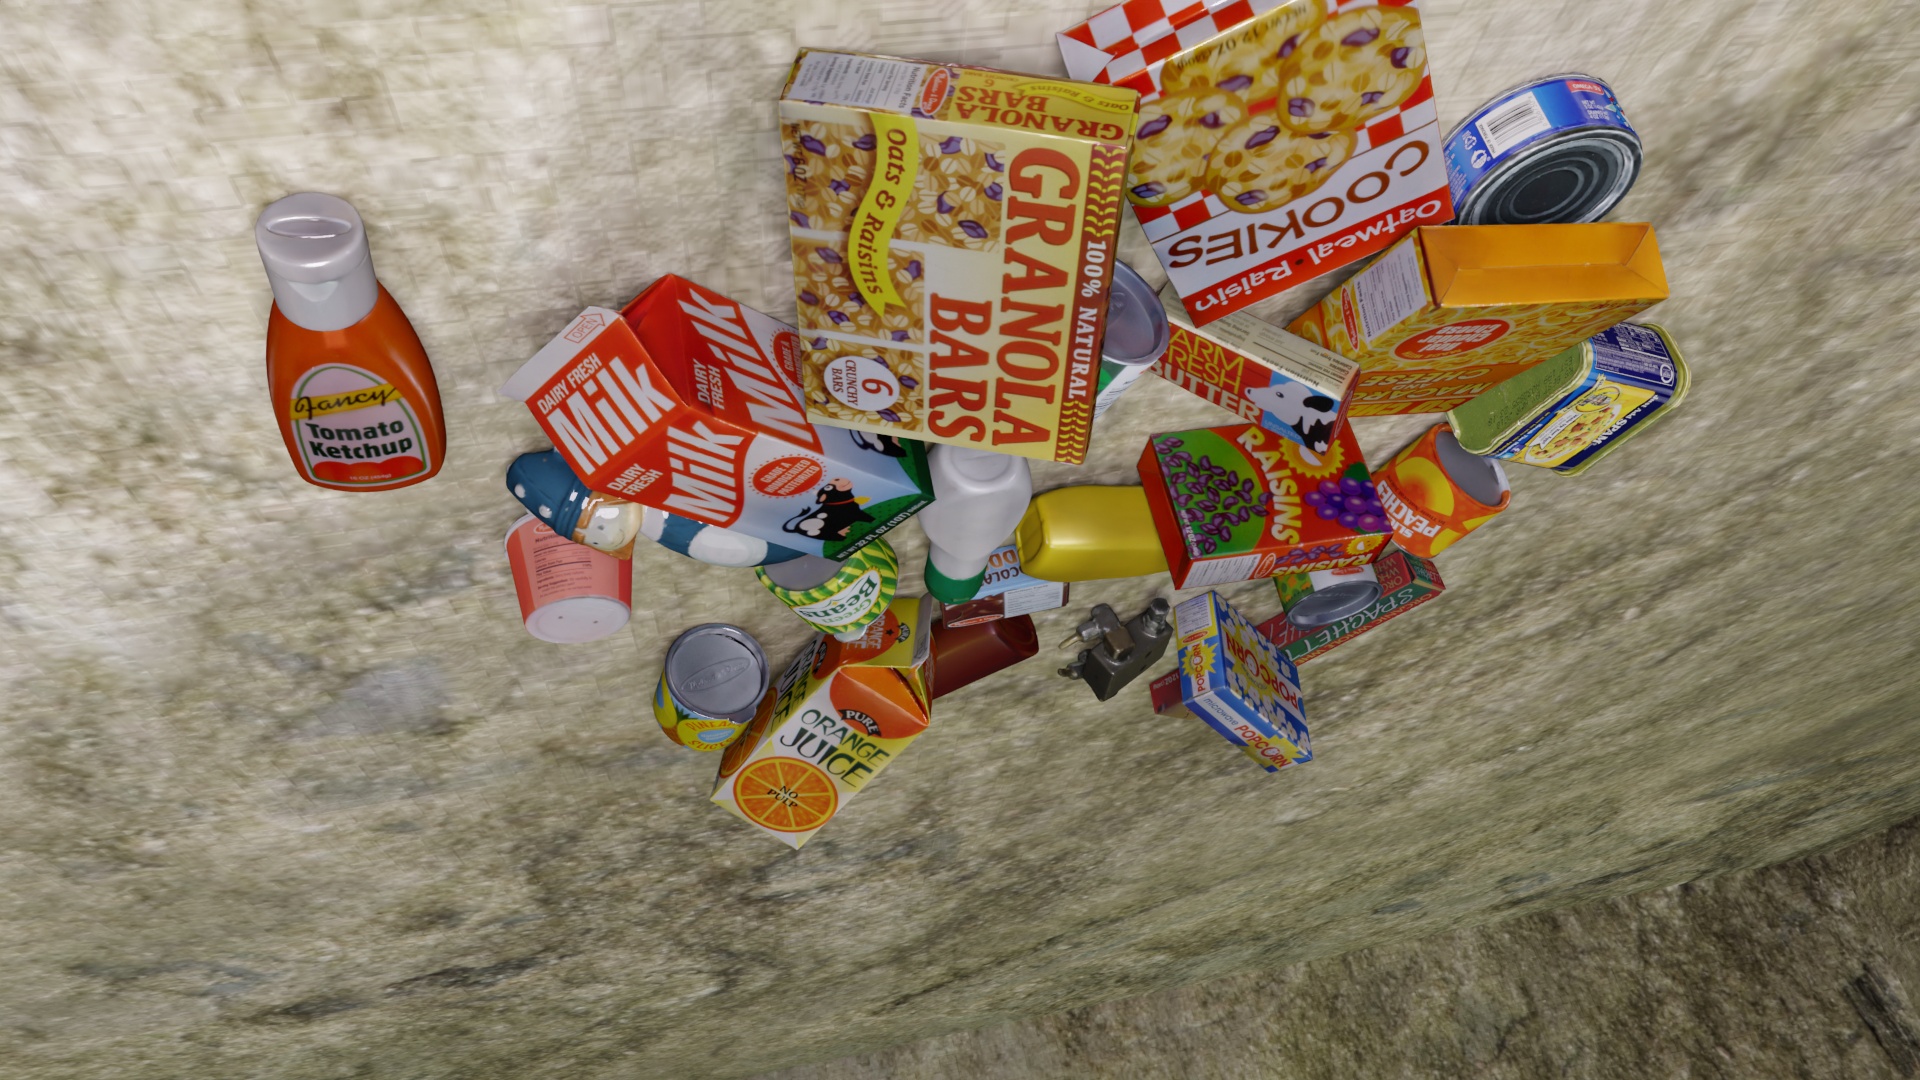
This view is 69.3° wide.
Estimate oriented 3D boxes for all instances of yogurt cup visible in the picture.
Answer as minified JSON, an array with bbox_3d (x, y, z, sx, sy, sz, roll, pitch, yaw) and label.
[{"bbox_3d":[-0.206,0.020,0.741,0.072,0.054,0.072,-11,152,-6],"label":"yogurt cup"}]

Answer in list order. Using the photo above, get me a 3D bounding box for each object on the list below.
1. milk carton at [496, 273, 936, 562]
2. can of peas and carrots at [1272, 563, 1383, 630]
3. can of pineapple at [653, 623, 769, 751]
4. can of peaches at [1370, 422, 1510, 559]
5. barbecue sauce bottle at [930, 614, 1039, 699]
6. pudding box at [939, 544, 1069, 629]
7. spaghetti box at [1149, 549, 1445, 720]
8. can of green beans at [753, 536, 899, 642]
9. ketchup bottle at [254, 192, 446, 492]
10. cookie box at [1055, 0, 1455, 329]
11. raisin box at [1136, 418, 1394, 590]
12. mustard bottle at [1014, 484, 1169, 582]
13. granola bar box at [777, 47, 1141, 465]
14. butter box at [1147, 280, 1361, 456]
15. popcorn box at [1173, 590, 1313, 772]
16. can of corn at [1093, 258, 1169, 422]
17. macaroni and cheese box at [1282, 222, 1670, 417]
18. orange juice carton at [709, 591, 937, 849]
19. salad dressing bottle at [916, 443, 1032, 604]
[{"bbox_3d":[-0.105,-0.055,0.625,0.072,0.074,0.190,-33,147,32],"label":"milk carton"},{"bbox_3d":[0.242,0.019,0.937,0.071,0.059,0.070,-10,153,-5],"label":"can of peas and carrots"},{"bbox_3d":[-0.160,0.096,0.889,0.071,0.071,0.057,-1,151,-22],"label":"can of pineapple"},{"bbox_3d":[0.293,-0.030,0.856,0.071,0.071,0.057,7,146,-33],"label":"can of peaches"},{"bbox_3d":[-0.023,0.086,0.960,0.148,0.044,0.065,-27,149,25],"label":"barbecue sauce bottle"},{"bbox_3d":[0.026,0.028,0.886,0.084,0.030,0.049,-11,153,-3],"label":"pudding box"},{"bbox_3d":[0.258,0.078,1.086,0.050,0.029,0.249,15,141,-43],"label":"spaghetti box"},{"bbox_3d":[-0.075,0.012,0.773,0.071,0.071,0.057,-19,152,10],"label":"can of green beans"},{"bbox_3d":[-0.247,-0.075,0.557,0.065,0.044,0.148,-5,151,-16],"label":"ketchup bottle"},{"bbox_3d":[0.126,-0.165,0.562,0.123,0.040,0.167,-22,150,15],"label":"cookie box"},{"bbox_3d":[0.174,-0.023,0.797,0.123,0.086,0.040,-7,150,-12],"label":"raisin box"},{"bbox_3d":[0.115,-0.006,0.842,0.160,0.049,0.065,-3,158,-21],"label":"mustard bottle"},{"bbox_3d":[-0.002,-0.106,0.546,0.124,0.039,0.164,9,143,5],"label":"granola bar box"},{"bbox_3d":[0.137,-0.083,0.667,0.024,0.103,0.053,-54,160,-20],"label":"butter box"},{"bbox_3d":[0.207,0.105,1.019,0.038,0.085,0.126,-28,133,29],"label":"popcorn box"},{"bbox_3d":[0.050,-0.093,0.637,0.071,0.071,0.058,5,148,-31],"label":"can of corn"},{"bbox_3d":[0.231,-0.102,0.675,0.124,0.040,0.166,-5,169,-17],"label":"macaroni and cheese box"},{"bbox_3d":[-0.077,0.109,0.900,0.073,0.072,0.192,34,120,-18],"label":"orange juice carton"},{"bbox_3d":[0.003,-0.010,0.793,0.064,0.044,0.147,-9,153,-12],"label":"salad dressing bottle"}]
